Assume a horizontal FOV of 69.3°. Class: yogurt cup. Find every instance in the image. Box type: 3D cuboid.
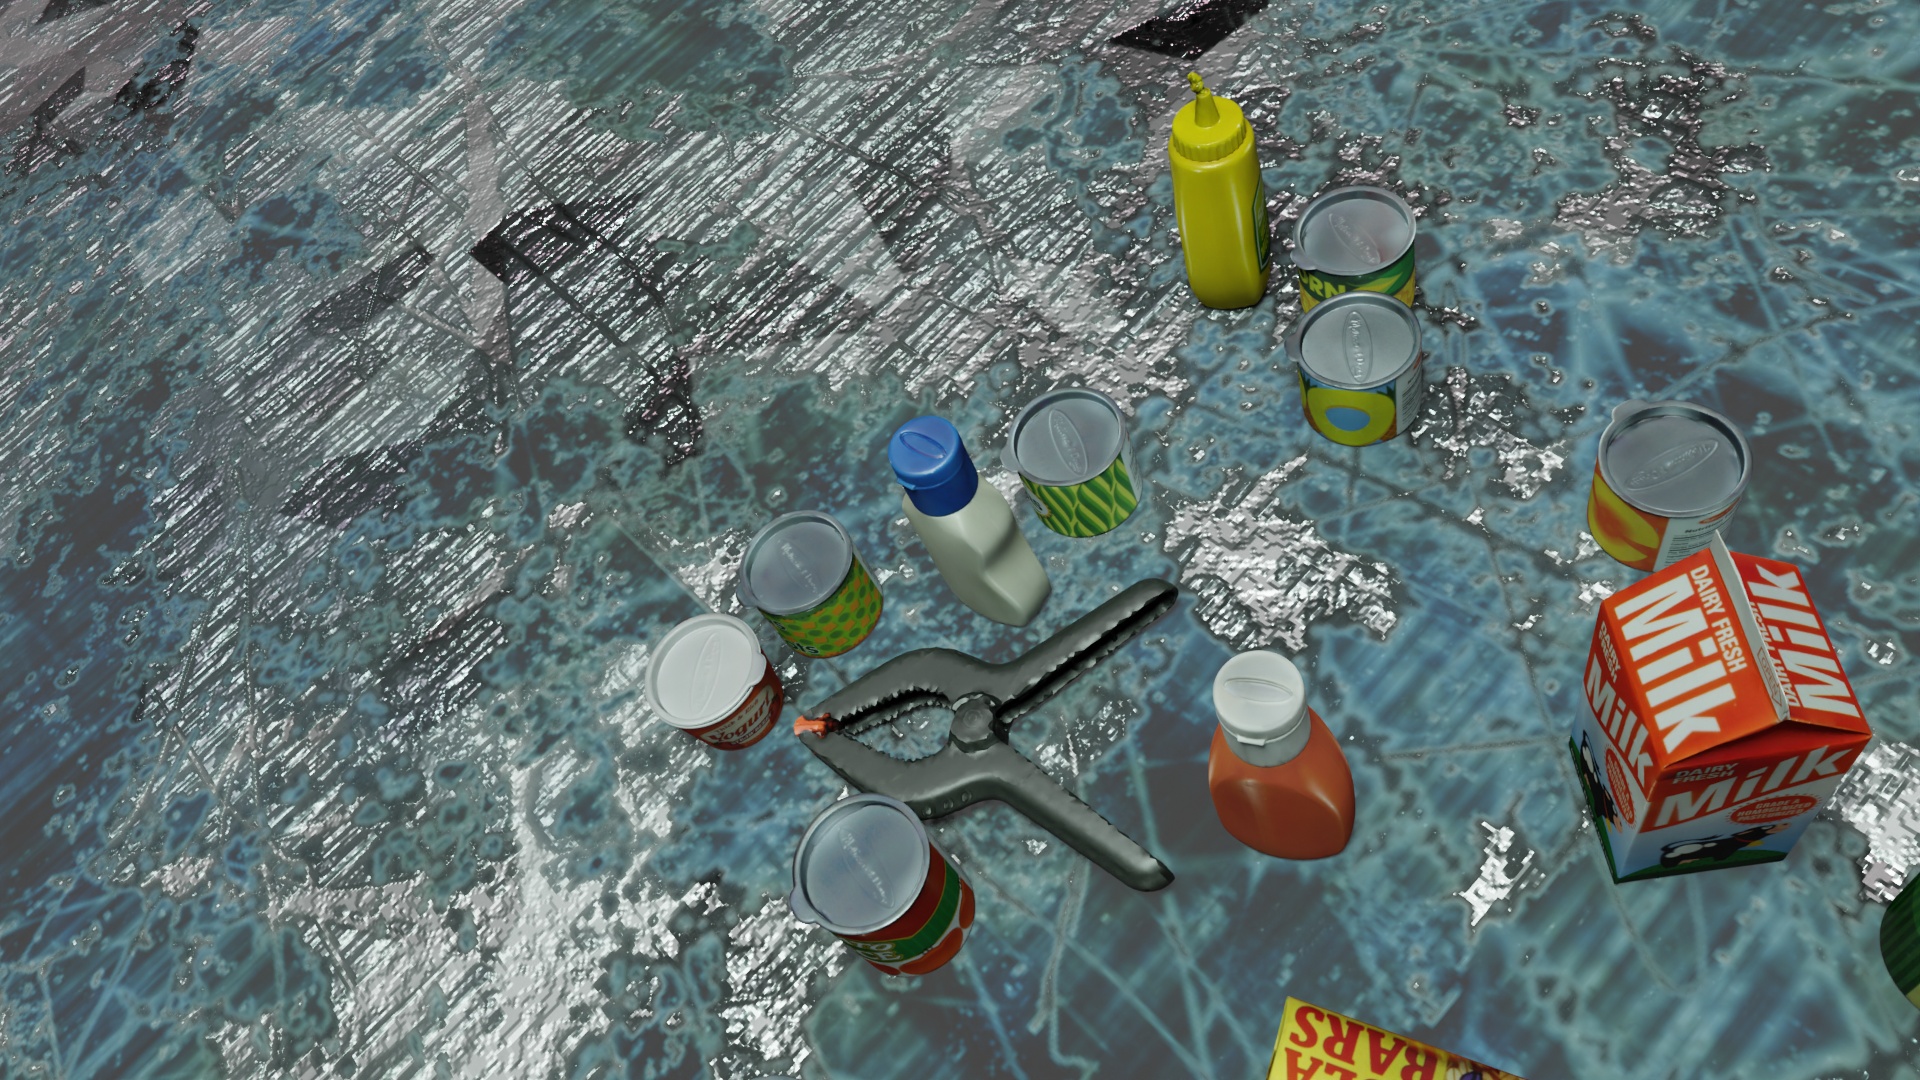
[{"bbox_3d":[-0.133,0.082,0.770,0.072,0.053,0.073,-8,57,13],"label":"yogurt cup"}]

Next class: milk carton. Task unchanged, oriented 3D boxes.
[{"bbox_3d":[0.296,0.071,0.552,0.073,0.189,0.072,-12,57,11],"label":"milk carton"}]

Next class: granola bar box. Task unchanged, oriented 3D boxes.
[{"bbox_3d":[0.204,0.231,0.523,0.165,0.123,0.039,13,65,25],"label":"granola bar box"}]

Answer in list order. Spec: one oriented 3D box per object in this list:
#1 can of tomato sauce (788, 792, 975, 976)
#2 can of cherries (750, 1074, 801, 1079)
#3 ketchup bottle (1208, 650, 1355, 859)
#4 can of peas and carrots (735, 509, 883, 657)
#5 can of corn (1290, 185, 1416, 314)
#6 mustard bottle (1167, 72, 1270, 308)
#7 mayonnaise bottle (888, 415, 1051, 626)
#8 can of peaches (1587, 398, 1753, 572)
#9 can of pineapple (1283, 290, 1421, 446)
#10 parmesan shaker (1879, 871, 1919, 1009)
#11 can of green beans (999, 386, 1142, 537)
[{"bbox_3d":[-0.036,0.168,0.666,0.071,0.082,0.071,-8,57,13],"label":"can of tomato sauce"},{"bbox_3d":[-0.078,0.279,0.626,0.071,0.058,0.072,-8,57,13],"label":"can of cherries"},{"bbox_3d":[0.139,0.097,0.613,0.065,0.148,0.044,7,62,22],"label":"ketchup bottle"},{"bbox_3d":[-0.085,0.027,0.785,0.071,0.058,0.071,-8,57,13],"label":"can of peas and carrots"},{"bbox_3d":[0.225,-0.158,0.799,0.071,0.058,0.071,-8,57,13],"label":"can of corn"},{"bbox_3d":[0.147,-0.201,0.789,0.049,0.159,0.065,1,60,19],"label":"mustard bottle"},{"bbox_3d":[0.003,-0.009,0.724,0.065,0.147,0.041,28,71,30],"label":"mayonnaise bottle"},{"bbox_3d":[0.343,-0.027,0.679,0.071,0.058,0.071,-8,57,13],"label":"can of peaches"},{"bbox_3d":[0.217,-0.094,0.762,0.071,0.057,0.071,-8,57,13],"label":"can of pineapple"},{"bbox_3d":[0.396,0.143,0.528,0.071,0.102,0.071,-8,57,13],"label":"parmesan shaker"},{"bbox_3d":[0.065,-0.043,0.780,0.071,0.057,0.071,-8,57,13],"label":"can of green beans"}]
